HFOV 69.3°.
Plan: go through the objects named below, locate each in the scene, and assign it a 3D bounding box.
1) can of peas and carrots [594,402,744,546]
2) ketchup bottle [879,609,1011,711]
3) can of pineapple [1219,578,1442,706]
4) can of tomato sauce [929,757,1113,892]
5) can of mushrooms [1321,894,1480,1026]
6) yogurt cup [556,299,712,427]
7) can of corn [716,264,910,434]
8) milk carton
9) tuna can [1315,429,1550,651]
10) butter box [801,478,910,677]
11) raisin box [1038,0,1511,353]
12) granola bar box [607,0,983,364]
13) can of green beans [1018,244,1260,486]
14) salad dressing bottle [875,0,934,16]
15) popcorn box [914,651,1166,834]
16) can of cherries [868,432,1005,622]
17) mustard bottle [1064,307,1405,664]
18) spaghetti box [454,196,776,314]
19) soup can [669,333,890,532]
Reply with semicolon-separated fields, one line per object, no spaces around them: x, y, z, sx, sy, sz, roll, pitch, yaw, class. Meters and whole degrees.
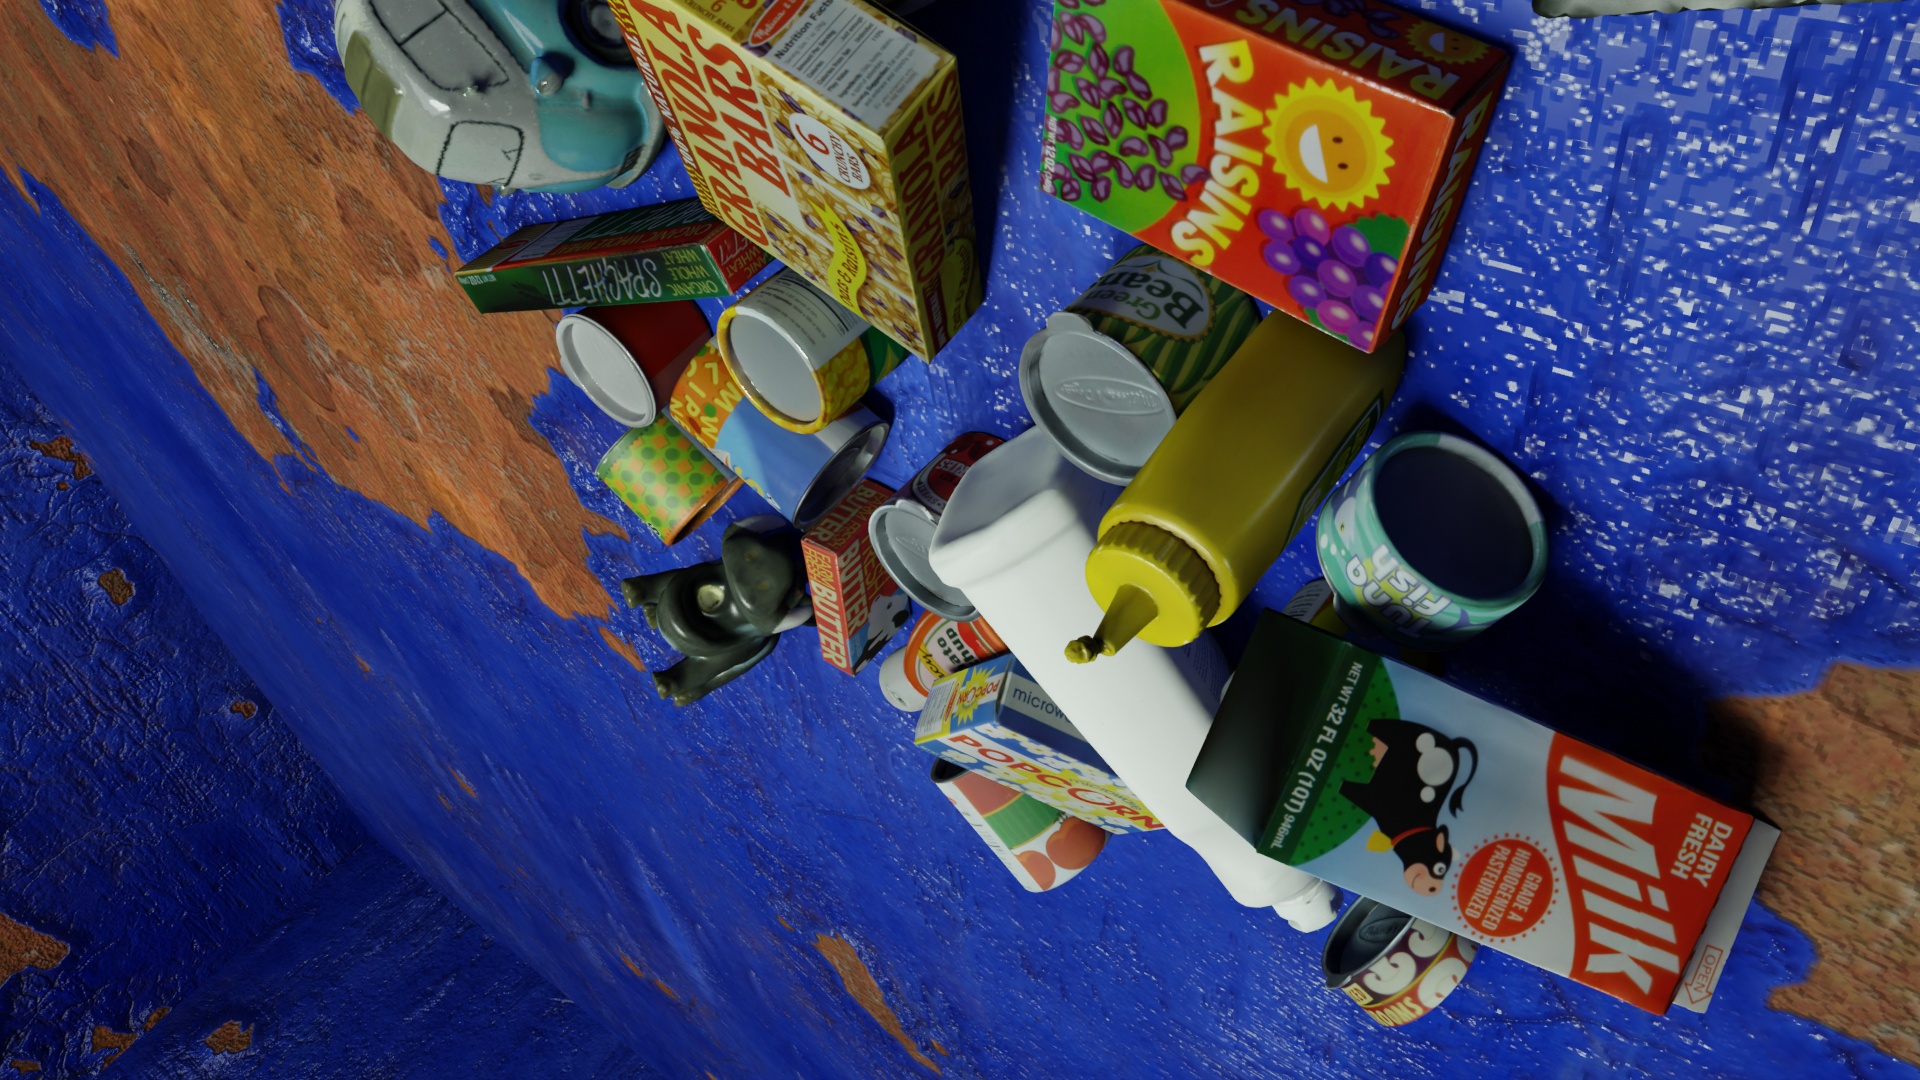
-0.160;-0.037;0.773;0.059;0.071;0.070;45;149;-1;can of peas and carrots
0.002;0.057;0.718;0.064;0.044;0.148;45;150;-6;ketchup bottle
0.144;0.058;0.533;0.071;0.058;0.070;31;147;23;can of pineapple
0.036;0.136;0.752;0.083;0.071;0.071;51;149;-11;can of tomato sauce
0.192;0.178;0.608;0.033;0.071;0.070;43;149;1;can of mushrooms
-0.166;-0.100;0.720;0.072;0.054;0.072;30;146;23;yogurt cup
-0.064;-0.087;0.609;0.071;0.058;0.070;31;146;23;can of corn
0.181;0.094;0.461;0.190;0.072;0.073;22;-178;-9;milk carton
0.150;0.001;0.445;0.071;0.071;0.032;41;148;8;tuna can
-0.053;0.021;0.731;0.024;0.053;0.103;27;145;24;butter box
0.086;-0.121;0.409;0.123;0.040;0.085;33;146;22;raisin box
-0.054;-0.142;0.498;0.124;0.039;0.165;36;169;13;granola bar box
0.064;-0.062;0.486;0.071;0.058;0.071;31;147;23;can of green beans
-0.005;-0.197;0.420;0.147;0.044;0.064;7;136;46;salad dressing bottle
0.053;0.099;0.665;0.126;0.038;0.085;26;154;-19;popcorn box
0.002;-0.008;0.625;0.071;0.059;0.071;31;147;24;can of cherries
0.081;-0.013;0.424;0.049;0.161;0.065;33;149;16;mustard bottle
-0.172;-0.140;0.685;0.250;0.050;0.028;7;135;46;spaghetti box
-0.088;-0.055;0.666;0.084;0.072;0.071;40;149;9;soup can
